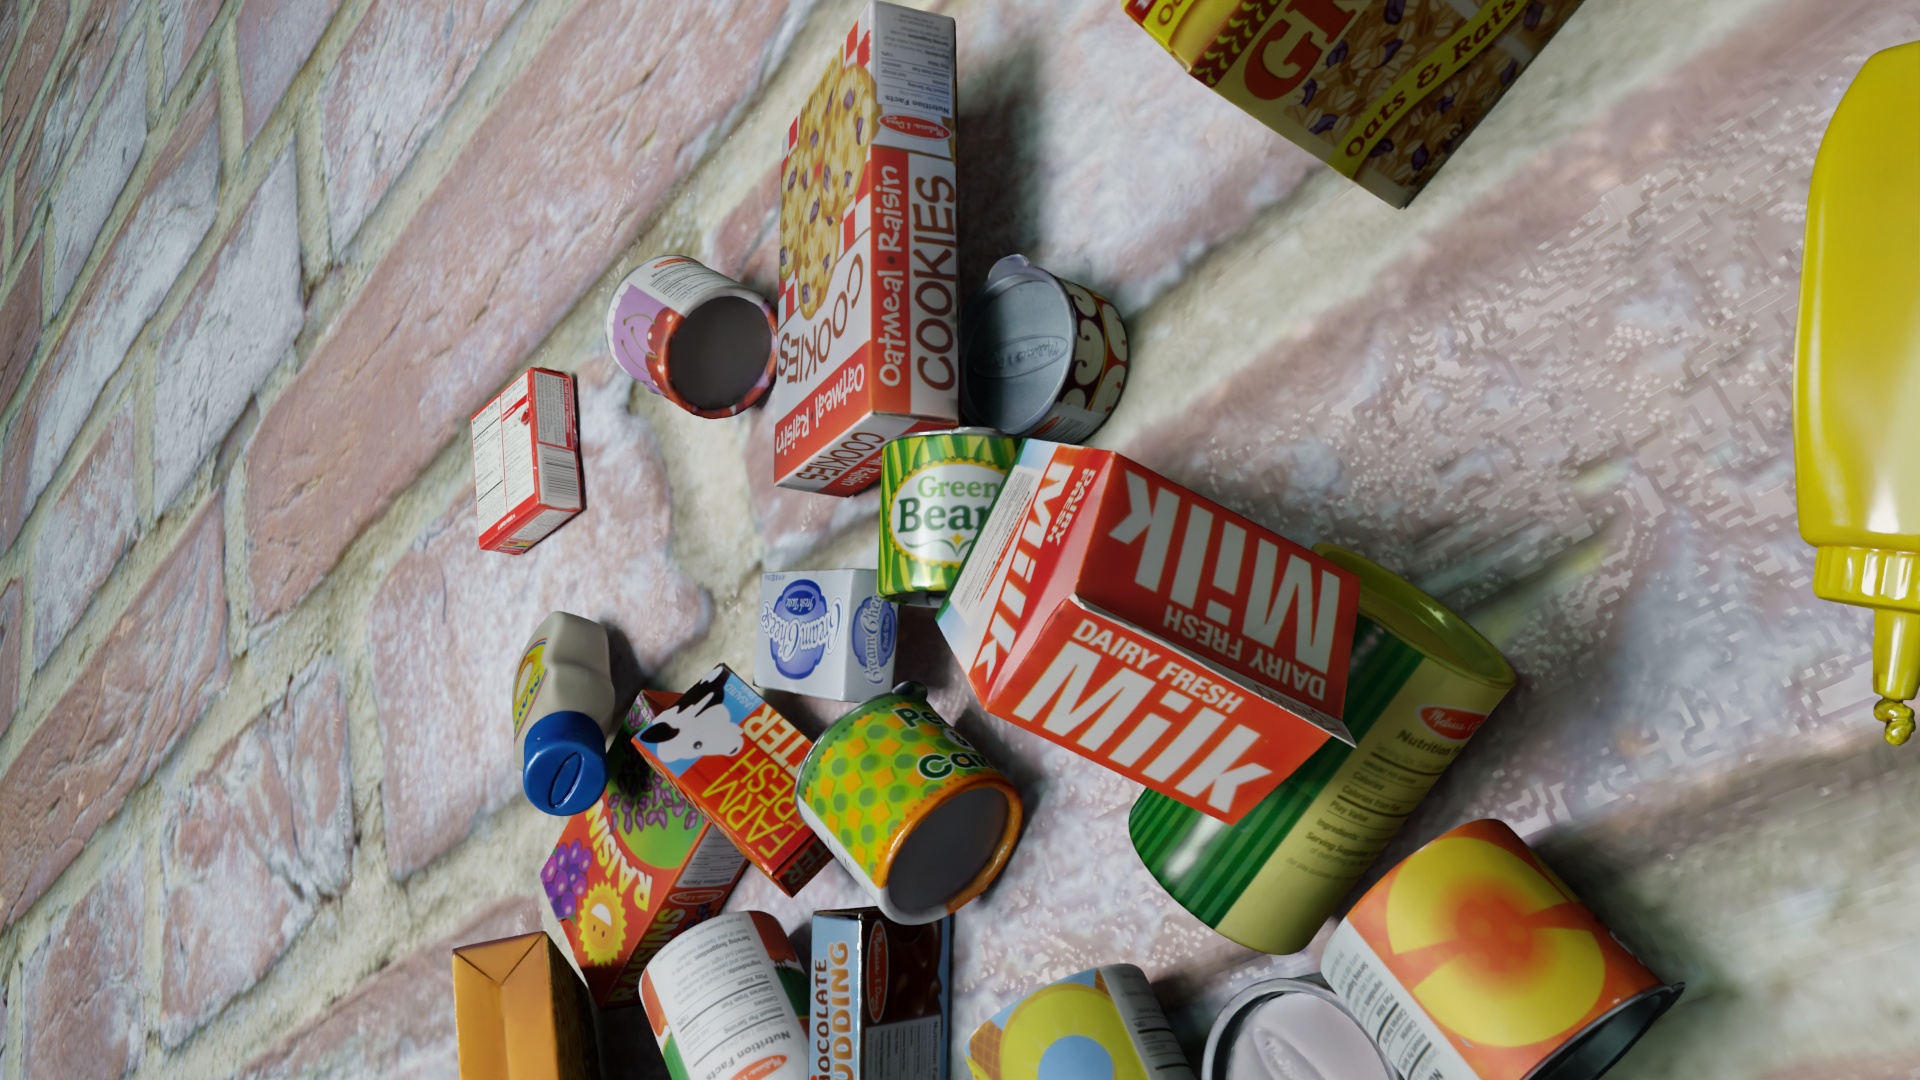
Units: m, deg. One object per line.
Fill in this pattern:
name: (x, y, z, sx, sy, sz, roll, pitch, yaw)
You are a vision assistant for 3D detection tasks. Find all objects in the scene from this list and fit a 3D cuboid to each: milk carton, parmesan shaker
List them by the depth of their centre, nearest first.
milk carton: (0.047, 0.020, 0.390, 0.073, 0.072, 0.190, -64, 7, 2)
parmesan shaker: (0.100, 0.060, 0.406, 0.071, 0.071, 0.102, 48, 115, 39)

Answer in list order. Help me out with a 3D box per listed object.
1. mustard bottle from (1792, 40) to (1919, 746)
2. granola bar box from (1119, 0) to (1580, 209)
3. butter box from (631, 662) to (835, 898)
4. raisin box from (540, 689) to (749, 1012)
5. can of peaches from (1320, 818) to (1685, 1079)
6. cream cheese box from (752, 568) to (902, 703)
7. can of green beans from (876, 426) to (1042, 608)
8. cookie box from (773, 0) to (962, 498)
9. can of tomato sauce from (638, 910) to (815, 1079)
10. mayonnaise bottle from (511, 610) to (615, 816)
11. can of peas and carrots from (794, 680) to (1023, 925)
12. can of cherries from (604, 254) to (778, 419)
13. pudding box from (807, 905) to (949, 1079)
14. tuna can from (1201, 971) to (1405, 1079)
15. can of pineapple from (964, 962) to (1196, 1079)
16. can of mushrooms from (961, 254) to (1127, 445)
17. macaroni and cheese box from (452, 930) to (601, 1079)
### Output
mustard bottle: (0.225, -0.032, 0.319, 0.065, 0.049, 0.160, 11, 90, 46)
granola bar box: (0.138, -0.185, 0.381, 0.165, 0.124, 0.039, -52, 52, 24)
butter box: (-0.088, 0.099, 0.589, 0.053, 0.024, 0.104, -42, 53, -20)
raisin box: (-0.145, 0.145, 0.653, 0.086, 0.040, 0.123, 48, 116, 38)
can of peaches: (0.139, 0.114, 0.363, 0.071, 0.071, 0.058, -57, 49, 21)
cream cheese box: (-0.057, 0.039, 0.579, 0.103, 0.024, 0.053, -5, 79, 62)
can of green beans: (0.002, -0.006, 0.519, 0.071, 0.071, 0.058, -8, 77, 44)
cookie box: (-0.040, -0.113, 0.574, 0.122, 0.040, 0.167, 154, 118, -64)
can of tomato sauce: (-0.086, 0.205, 0.566, 0.071, 0.071, 0.083, -55, 49, 22)
mayonnaise bottle: (-0.193, 0.084, 0.672, 0.064, 0.041, 0.148, -64, 22, 7)
can of peas and carrots: (-0.018, 0.098, 0.519, 0.059, 0.071, 0.070, 38, 109, 41)
can of cherries: (-0.127, -0.096, 0.667, 0.058, 0.071, 0.071, 31, 104, 42)
pudding box: (-0.030, 0.181, 0.525, 0.030, 0.050, 0.084, -8, 77, 42)
tuna can: (0.106, 0.163, 0.407, 0.071, 0.033, 0.071, -11, 74, 43)
can of pineapple: (0.040, 0.178, 0.444, 0.070, 0.071, 0.058, -47, 52, 28)
can of mushrooms: (0.029, -0.071, 0.530, 0.071, 0.033, 0.071, -10, 75, 44)
macaroni and cheese box: (-0.182, 0.249, 0.606, 0.165, 0.040, 0.124, 107, 153, -64)
